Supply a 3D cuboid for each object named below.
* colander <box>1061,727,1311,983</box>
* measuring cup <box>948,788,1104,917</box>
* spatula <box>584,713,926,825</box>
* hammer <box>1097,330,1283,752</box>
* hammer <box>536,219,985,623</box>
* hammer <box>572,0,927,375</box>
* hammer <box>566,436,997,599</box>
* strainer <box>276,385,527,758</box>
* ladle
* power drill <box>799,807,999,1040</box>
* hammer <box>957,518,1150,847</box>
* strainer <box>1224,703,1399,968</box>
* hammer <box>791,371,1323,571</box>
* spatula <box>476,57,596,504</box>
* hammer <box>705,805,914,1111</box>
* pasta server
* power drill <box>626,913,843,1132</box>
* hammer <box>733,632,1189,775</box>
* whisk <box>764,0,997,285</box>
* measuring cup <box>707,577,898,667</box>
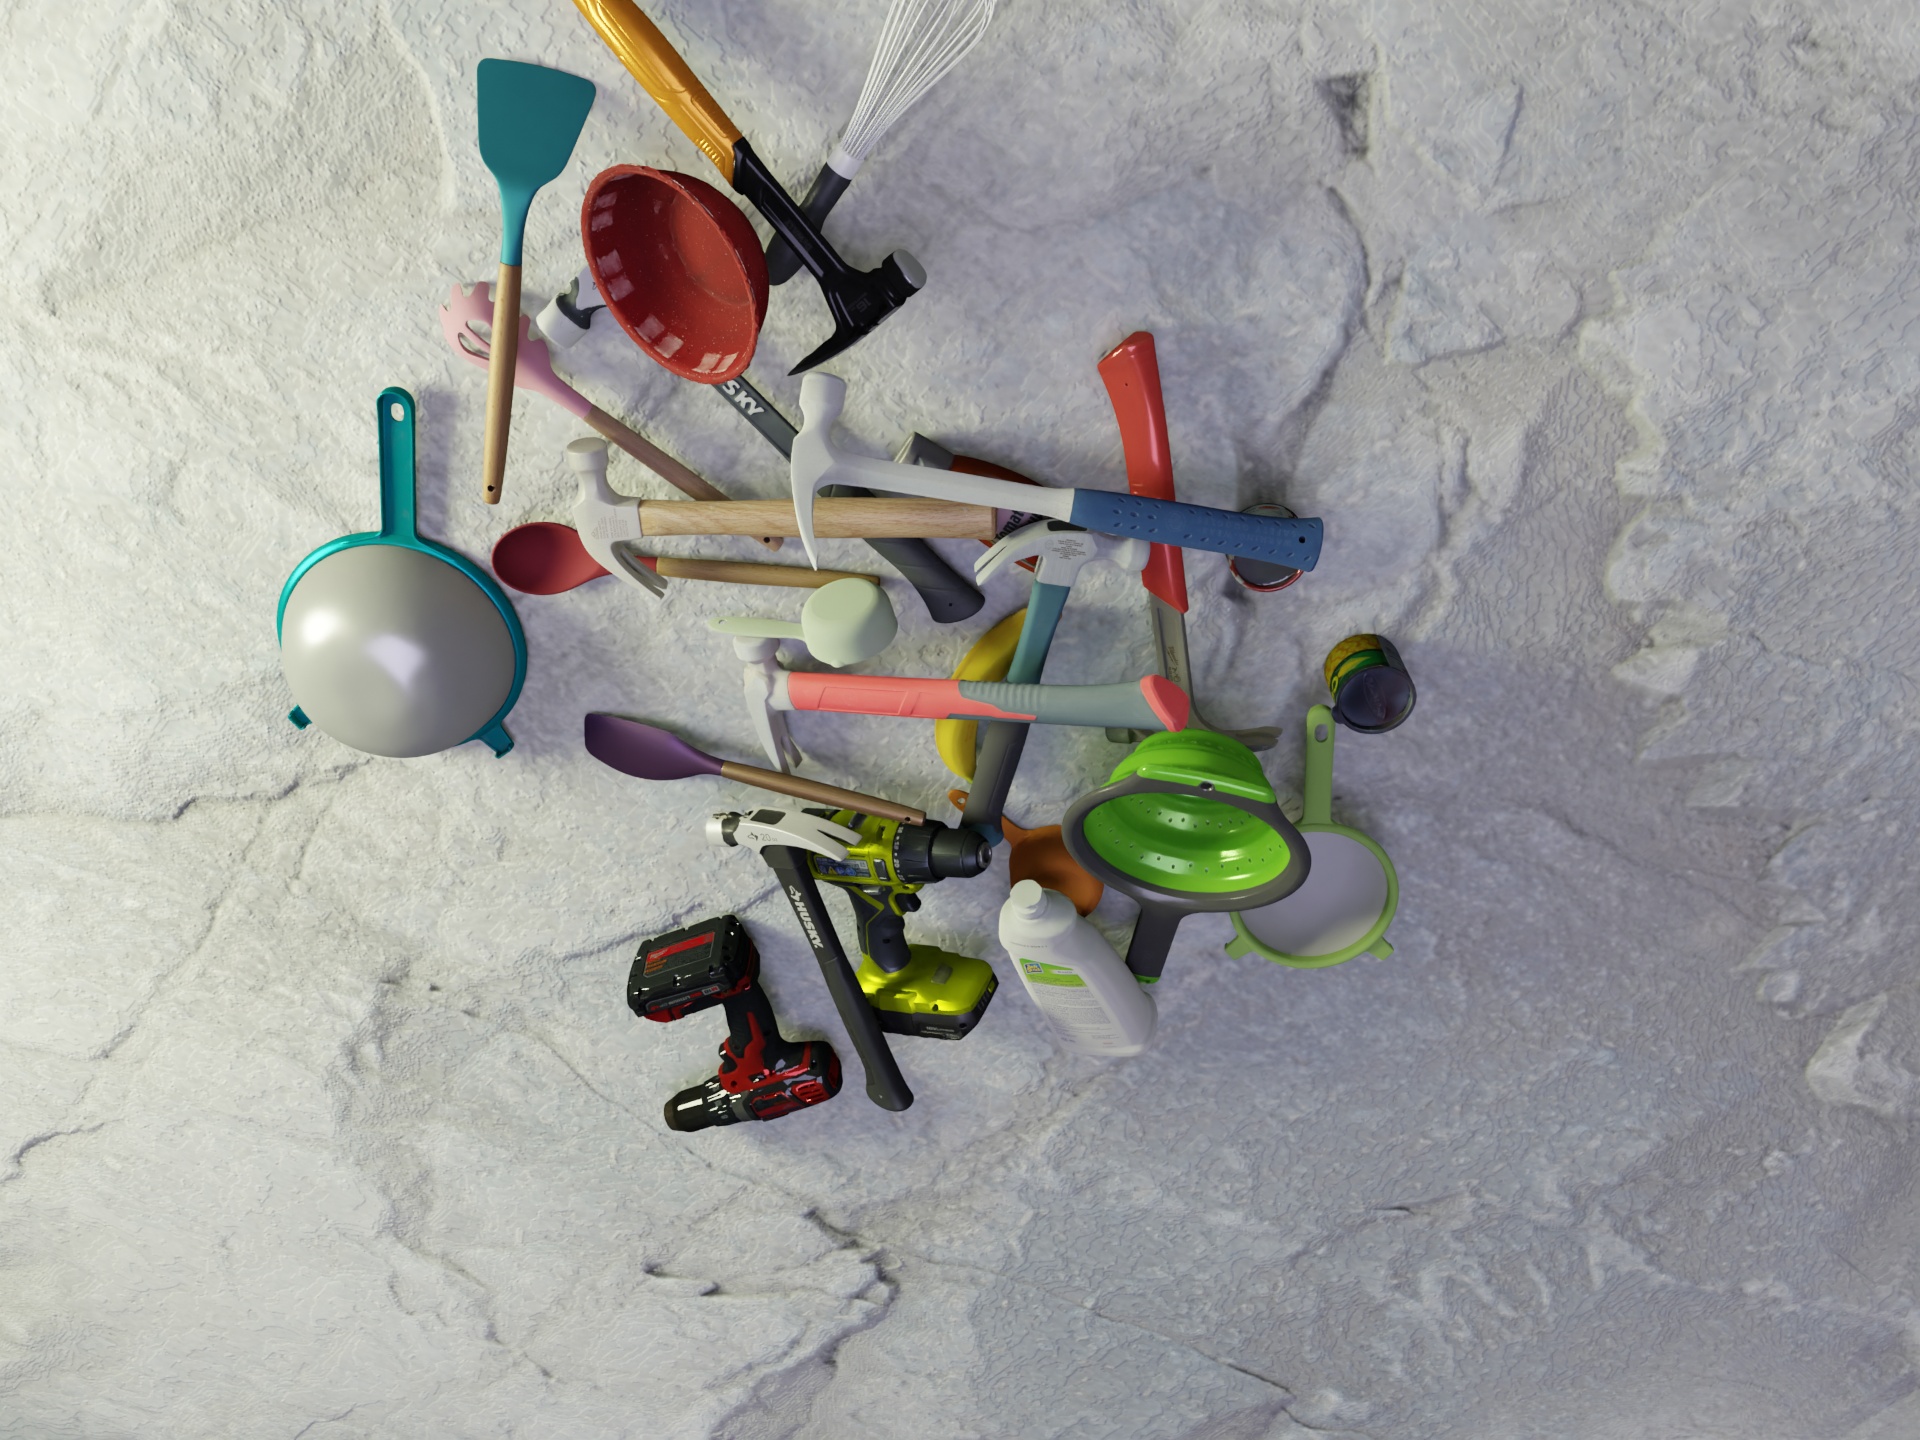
[{"bbox_3d":[0.188,0.116,1.393,0.204,0.095,0.396,12,147,5],"label":"colander"},{"bbox_3d":[0.056,0.123,1.440,0.173,0.052,0.095,35,116,-21],"label":"measuring cup"},{"bbox_3d":[-0.182,0.050,1.385,0.316,0.018,0.059,13,124,10],"label":"spatula"},{"bbox_3d":[0.170,-0.132,1.277,0.149,0.037,0.358,2,121,23],"label":"hammer"},{"bbox_3d":[-0.128,-0.219,1.247,0.149,0.036,0.408,-39,114,20],"label":"hammer"},{"bbox_3d":[-0.174,-0.402,1.110,0.127,0.034,0.336,-31,108,31],"label":"hammer"},{"bbox_3d":[-0.137,-0.156,1.245,0.331,0.031,0.130,1,124,4],"label":"hammer"},{"bbox_3d":[-0.466,-0.097,1.291,0.211,0.095,0.340,9,122,-4],"label":"strainer"},{"bbox_3d":[-0.223,-0.126,1.310,0.315,0.031,0.069,4,126,-4],"label":"ladle"},{"bbox_3d":[-0.043,0.178,1.436,0.190,0.080,0.228,2,125,27],"label":"power drill"},{"bbox_3d":[0.050,-0.021,1.322,0.128,0.033,0.330,8,125,-11],"label":"hammer"},{"bbox_3d":[0.312,0.097,1.419,0.151,0.069,0.256,-1,113,4],"label":"strainer"},{"bbox_3d":[0.072,-0.158,1.201,0.405,0.035,0.144,9,84,-5],"label":"hammer"},{"bbox_3d":[-0.328,-0.311,1.166,0.082,0.044,0.317,9,115,-10],"label":"spatula"},{"bbox_3d":[-0.108,0.221,1.429,0.146,0.035,0.334,-1,122,35],"label":"hammer"},{"bbox_3d":[-0.268,-0.229,1.249,0.316,0.040,0.060,34,116,-23],"label":"pasta server"},{"bbox_3d":[-0.240,0.311,1.550,0.188,0.080,0.226,-19,122,13],"label":"power drill"},{"bbox_3d":[-0.002,-0.004,1.291,0.386,0.038,0.143,4,125,26],"label":"hammer"},{"bbox_3d":[-0.063,-0.418,1.114,0.070,0.070,0.284,31,121,-17],"label":"whisk"},{"bbox_3d":[-0.134,-0.087,1.298,0.167,0.083,0.038,4,135,17],"label":"measuring cup"}]
